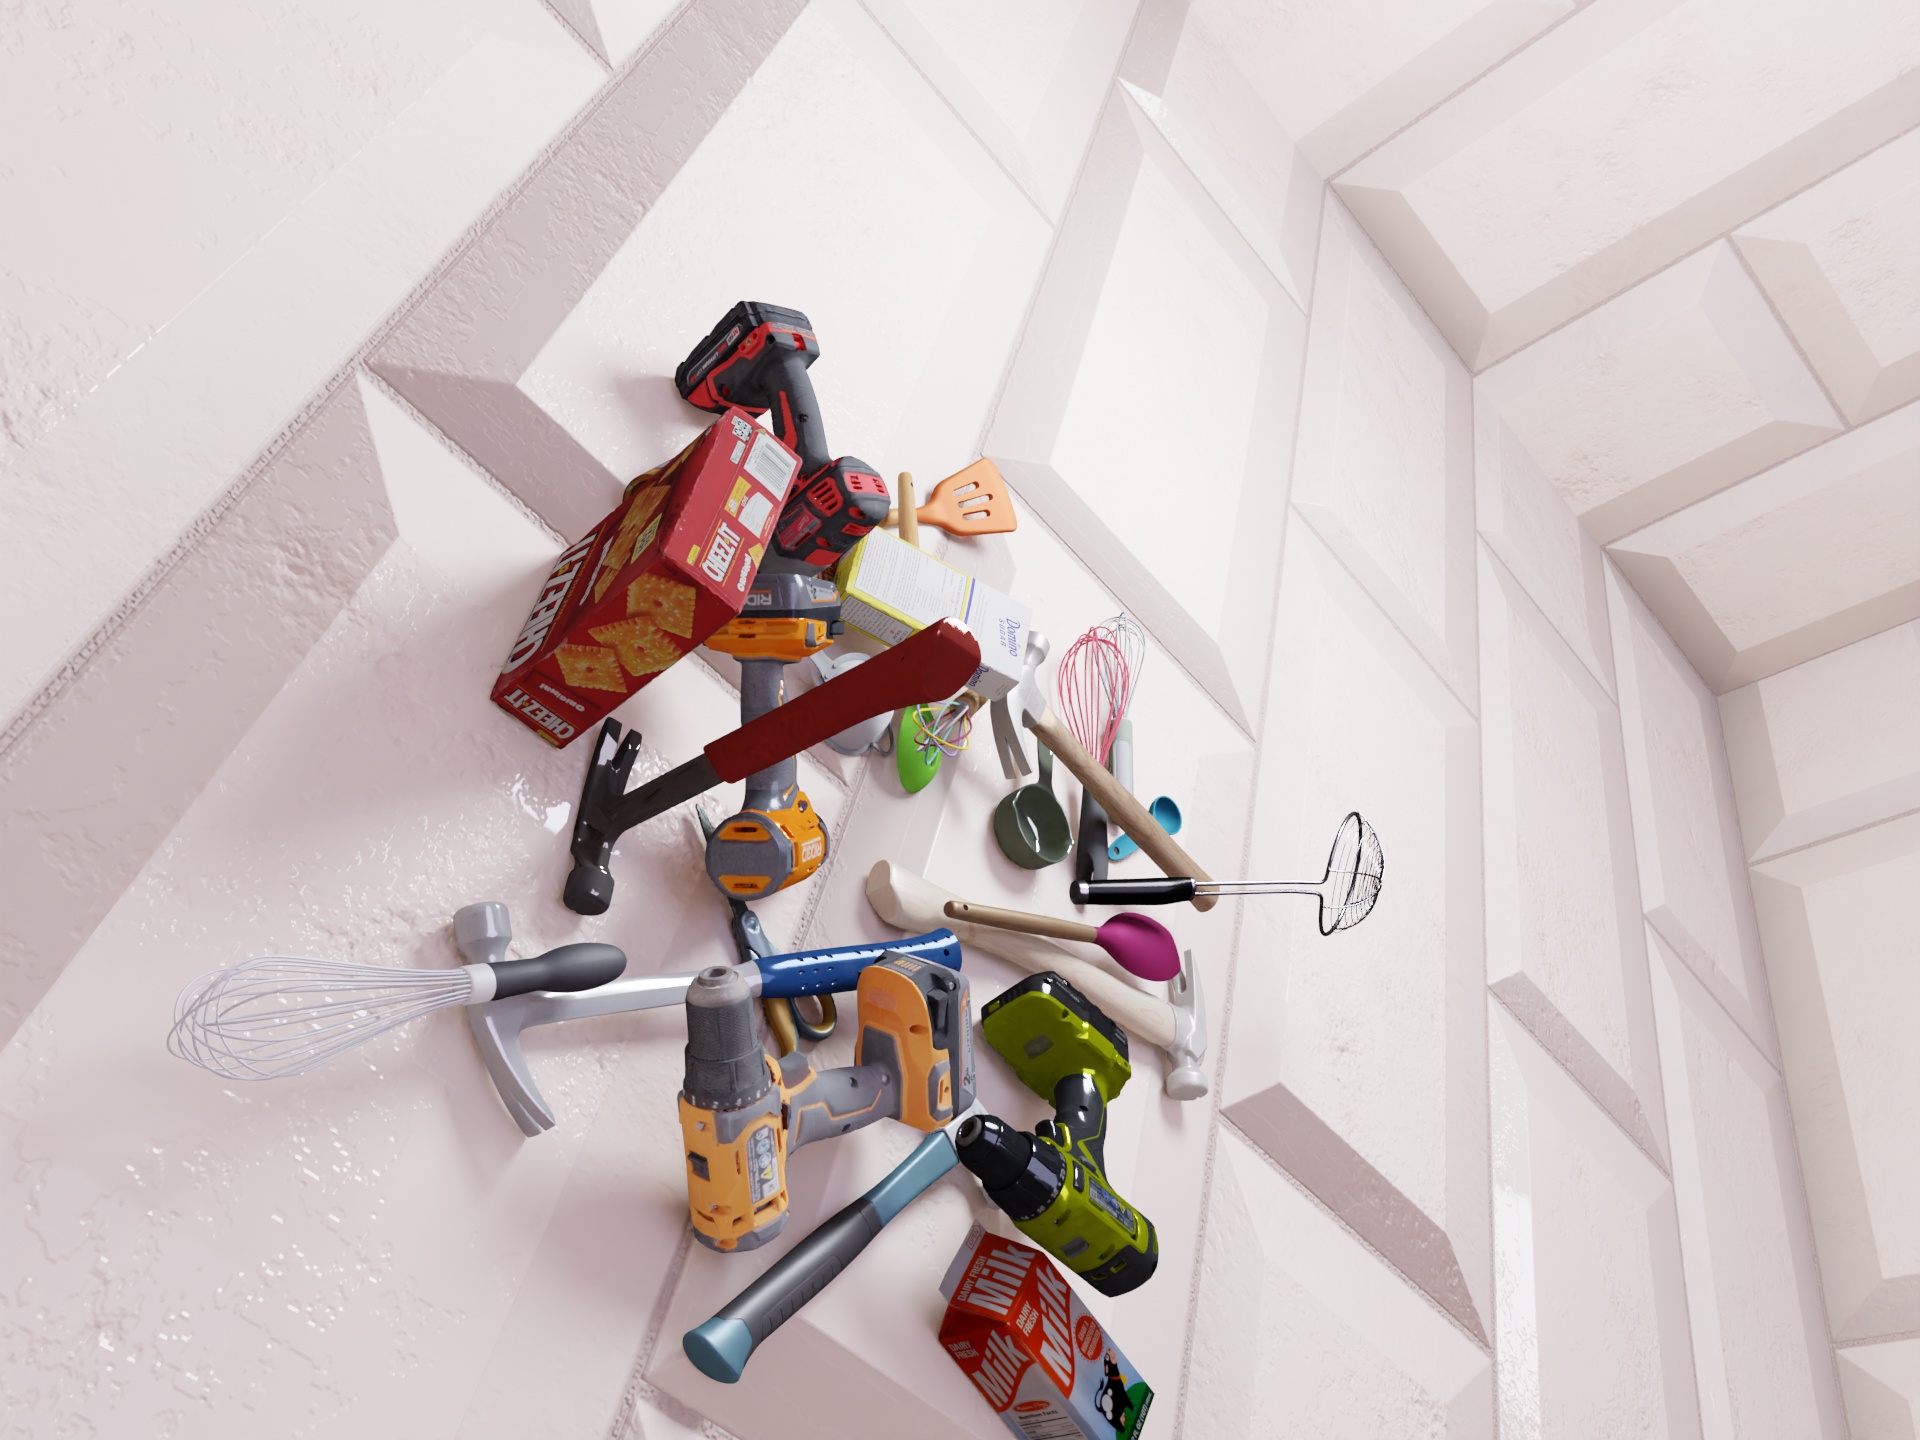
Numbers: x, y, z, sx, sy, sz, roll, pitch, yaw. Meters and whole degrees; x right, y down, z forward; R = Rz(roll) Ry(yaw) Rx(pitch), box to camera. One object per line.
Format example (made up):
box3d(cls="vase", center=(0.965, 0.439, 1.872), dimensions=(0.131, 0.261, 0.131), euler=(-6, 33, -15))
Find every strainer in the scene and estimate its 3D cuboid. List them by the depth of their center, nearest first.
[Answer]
box3d(cls="strainer", center=(-0.123, -0.058, 1.292), dimensions=(0.258, 0.050, 0.087), euler=(48, 62, -27))

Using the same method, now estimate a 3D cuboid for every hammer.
box3d(cls="hammer", center=(-0.127, 0.009, 0.998), dimensions=(0.036, 0.359, 0.149), euler=(33, 47, -34))
box3d(cls="hammer", center=(-0.151, 0.187, 1.105), dimensions=(0.405, 0.035, 0.144), euler=(2, 66, -45))
box3d(cls="hammer", center=(-0.072, 0.356, 1.117), dimensions=(0.331, 0.033, 0.128), euler=(-26, 89, -54))
box3d(cls="hammer", center=(0.079, 0.205, 1.397), dimensions=(0.410, 0.038, 0.146), euler=(31, 44, -34))
box3d(cls="hammer", center=(0.140, 0.071, 1.486), dimensions=(0.331, 0.031, 0.130), euler=(46, 48, -25))

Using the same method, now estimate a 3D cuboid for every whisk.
box3d(cls="whisk", center=(-0.305, 0.155, 0.903), dimensions=(0.284, 0.070, 0.070), euler=(0, 68, -51))
box3d(cls="whisk", center=(-0.001, -0.003, 1.370), dimensions=(0.245, 0.047, 0.051), euler=(-42, 135, -77))
box3d(cls="whisk", center=(0.130, 0.037, 1.551), dimensions=(0.073, 0.073, 0.296), euler=(28, 53, -38))
box3d(cls="whisk", center=(0.164, -0.004, 1.629), dimensions=(0.058, 0.059, 0.247), euler=(5, 61, -5))

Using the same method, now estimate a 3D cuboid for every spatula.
box3d(cls="spatula", center=(-0.060, -0.193, 1.483), dimensions=(0.322, 0.041, 0.081), euler=(-18, 85, -52))

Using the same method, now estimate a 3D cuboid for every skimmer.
box3d(cls="skimmer", center=(0.259, 0.151, 1.525), dimensions=(0.363, 0.090, 0.127), euler=(1, 105, -22))

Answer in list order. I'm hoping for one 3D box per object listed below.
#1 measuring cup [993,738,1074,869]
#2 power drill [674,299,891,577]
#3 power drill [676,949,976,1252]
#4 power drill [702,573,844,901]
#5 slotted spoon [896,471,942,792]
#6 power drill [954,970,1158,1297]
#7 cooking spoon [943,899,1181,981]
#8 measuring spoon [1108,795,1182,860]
box3d(cls="measuring cup", center=(0.065, 0.064, 1.472), dimensions=(0.083, 0.038, 0.168), euler=(34, 42, -33))
box3d(cls="power drill", center=(-0.150, -0.223, 1.320), dimensions=(0.078, 0.143, 0.220), euler=(-2, 62, -50))
box3d(cls="power drill", center=(-0.093, 0.226, 1.068), dimensions=(0.226, 0.084, 0.185), euler=(-20, 112, -44))
box3d(cls="power drill", center=(-0.133, 0.010, 1.168), dimensions=(0.164, 0.084, 0.226), euler=(-5, 95, -79))
box3d(cls="slotted spoon", center=(-0.042, -0.086, 1.418), dimensions=(0.070, 0.031, 0.314), euler=(40, 42, -58))
box3d(cls="power drill", center=(0.069, 0.306, 1.231), dimensions=(0.190, 0.080, 0.229), euler=(44, 24, -23))
box3d(cls="cooking spoon", center=(0.098, 0.184, 1.389), dimensions=(0.318, 0.017, 0.069), euler=(17, 50, -45))
box3d(cls="measuring spoon", center=(0.179, 0.114, 1.599), dimensions=(0.128, 0.021, 0.042), euler=(-28, 90, -45))
